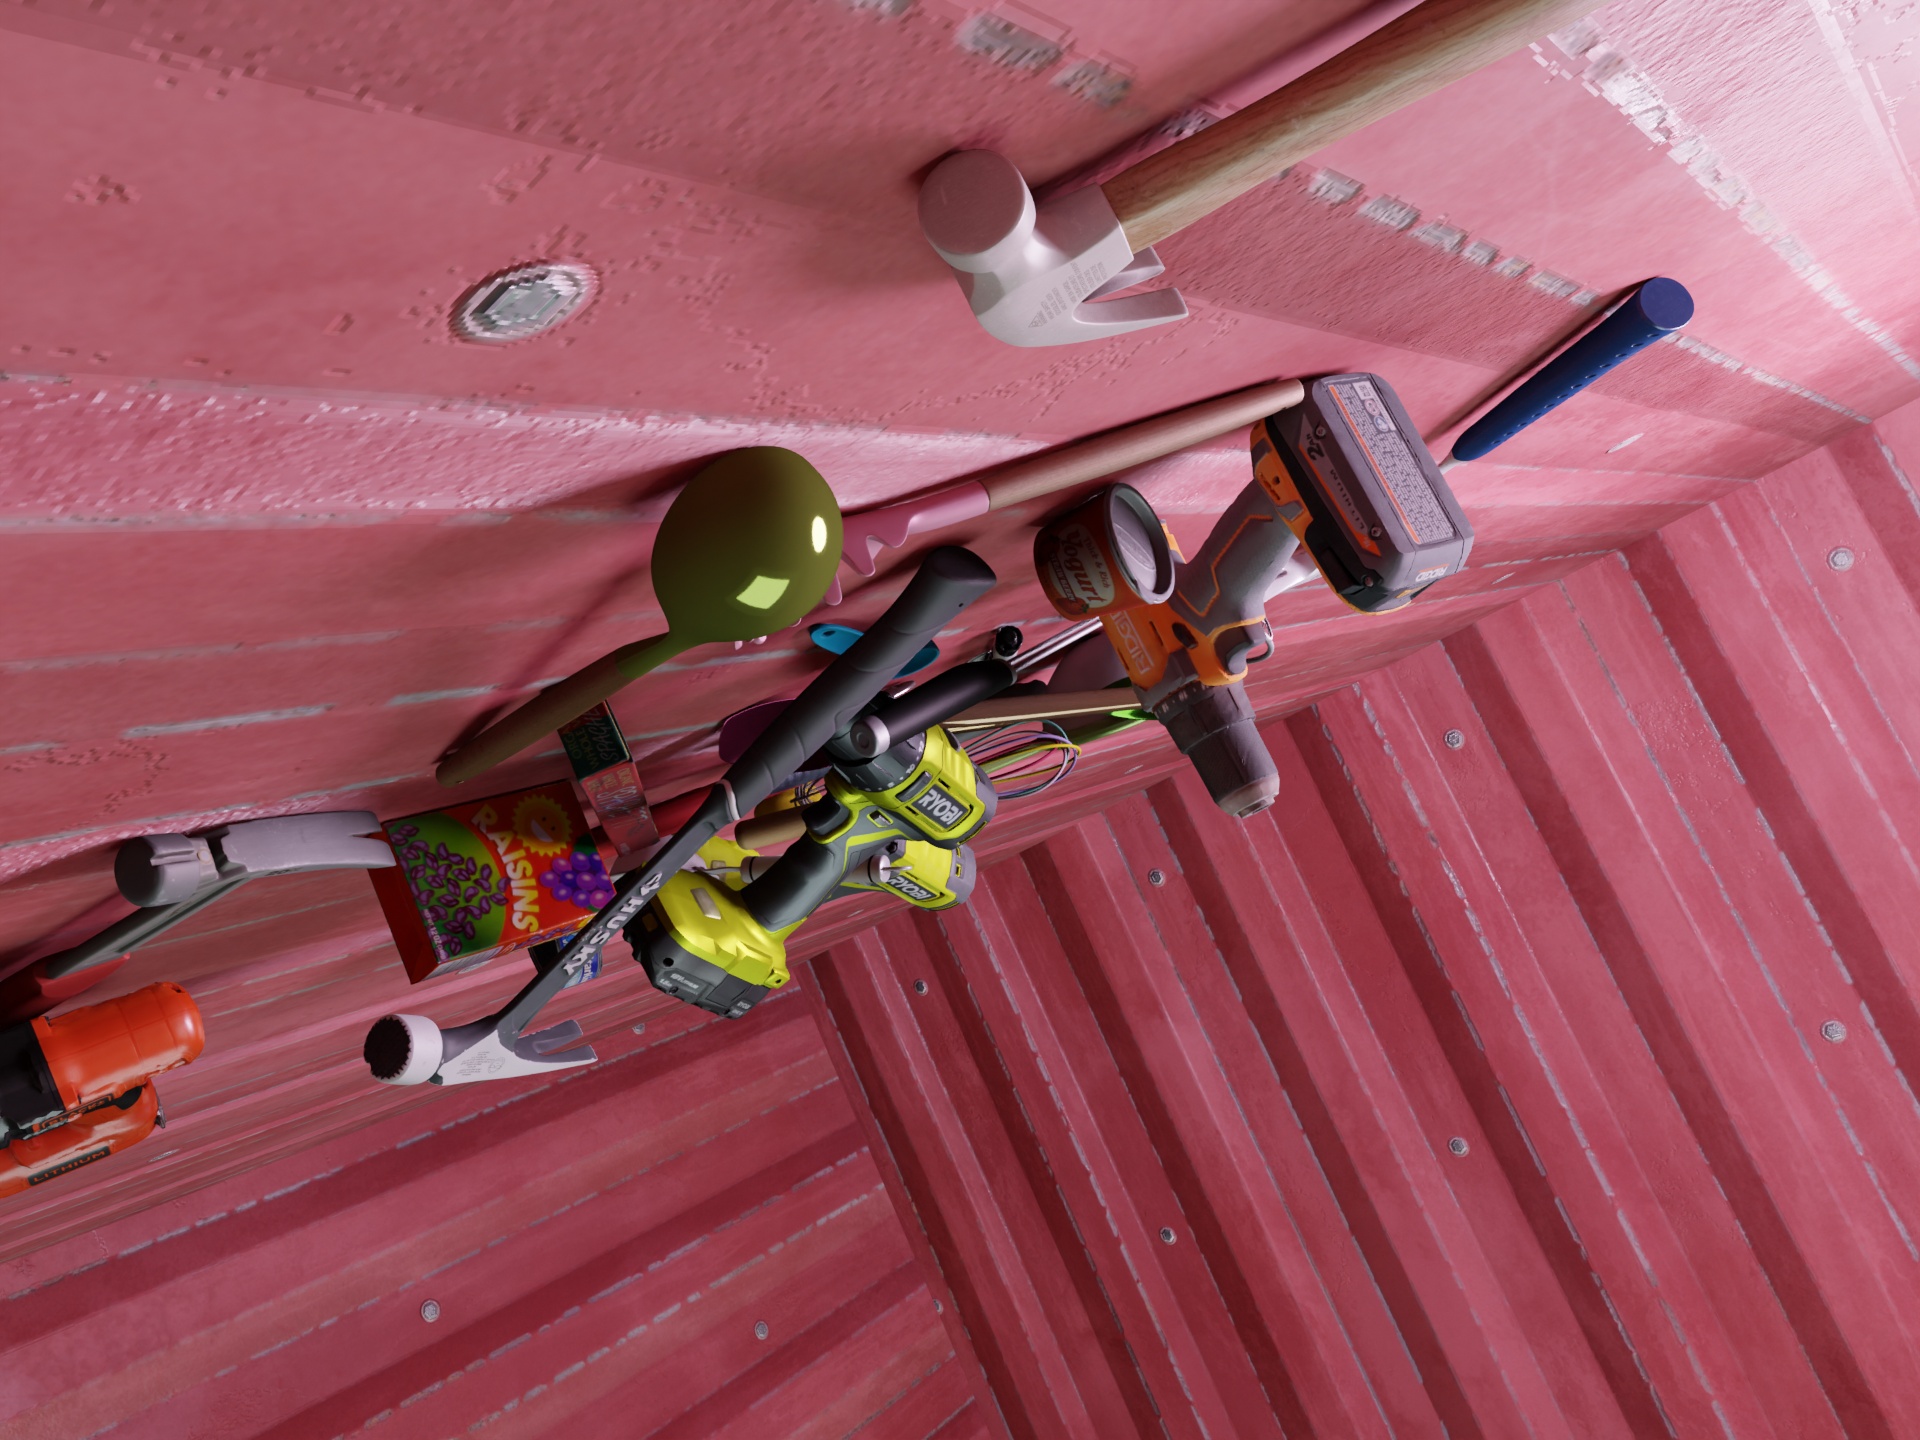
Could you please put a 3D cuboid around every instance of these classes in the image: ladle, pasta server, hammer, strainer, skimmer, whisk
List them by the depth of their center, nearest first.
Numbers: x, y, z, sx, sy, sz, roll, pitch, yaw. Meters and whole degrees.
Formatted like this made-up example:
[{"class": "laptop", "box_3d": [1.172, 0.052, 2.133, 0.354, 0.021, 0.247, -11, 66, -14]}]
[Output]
[{"class": "hammer", "box_3d": [0.149, -0.203, 0.469, 0.331, 0.031, 0.130, -26, 171, 11]}, {"class": "ladle", "box_3d": [-0.158, -0.029, 0.684, 0.078, 0.062, 0.320, -12, 172, -44]}, {"class": "pasta server", "box_3d": [0.035, -0.104, 0.733, 0.316, 0.040, 0.060, -22, -177, -23]}, {"class": "hammer", "box_3d": [-0.465, 0.136, 0.813, 0.359, 0.037, 0.149, -28, 170, 20]}, {"class": "hammer", "box_3d": [-0.134, 0.058, 0.854, 0.409, 0.036, 0.149, -44, 153, 10]}, {"class": "skimmer", "box_3d": [0.069, -0.022, 1.005, 0.127, 0.090, 0.363, 4, -157, 42]}, {"class": "whisk", "box_3d": [-0.037, 0.048, 1.090, 0.245, 0.051, 0.047, -14, -172, 3]}, {"class": "hammer", "box_3d": [0.341, -0.180, 1.103, 0.144, 0.035, 0.405, -21, 170, -24]}, {"class": "hammer", "box_3d": [-0.158, 0.051, 1.107, 0.386, 0.038, 0.143, -21, 178, -32]}, {"class": "strainer", "box_3d": [-0.154, 0.103, 1.120, 0.258, 0.050, 0.086, -2, 168, 20]}, {"class": "strainer", "box_3d": [0.074, -0.015, 1.225, 0.256, 0.069, 0.151, -23, -175, -20]}, {"class": "whisk", "box_3d": [-0.029, 0.019, 1.272, 0.239, 0.055, 0.055, -26, 172, -21]}]

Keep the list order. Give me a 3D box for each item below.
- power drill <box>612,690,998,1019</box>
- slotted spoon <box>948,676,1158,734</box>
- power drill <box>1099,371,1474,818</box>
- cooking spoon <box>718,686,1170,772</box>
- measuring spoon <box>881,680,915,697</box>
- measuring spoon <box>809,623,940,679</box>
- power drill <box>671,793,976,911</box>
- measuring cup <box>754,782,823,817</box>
[{"class": "power drill", "box_3d": [-0.101, 0.073, 0.982, 0.228, 0.080, 0.190, -40, 148, 5]}, {"class": "slotted spoon", "box_3d": [0.019, -0.003, 1.105, 0.313, 0.031, 0.070, -7, 163, -15]}, {"class": "power drill", "box_3d": [0.173, -0.062, 0.885, 0.084, 0.185, 0.226, -15, 164, -38]}, {"class": "cooking spoon", "box_3d": [-0.002, -0.003, 1.042, 0.318, 0.017, 0.068, -5, 137, -20]}, {"class": "measuring spoon", "box_3d": [-0.079, -0.010, 1.063, 0.124, 0.018, 0.034, -26, -161, -37]}, {"class": "measuring spoon", "box_3d": [-0.053, -0.048, 0.914, 0.042, 0.021, 0.128, -27, 162, 20]}, {"class": "power drill", "box_3d": [-0.123, 0.111, 1.219, 0.223, 0.080, 0.171, -16, 150, 26]}, {"class": "measuring cup", "box_3d": [-0.101, 0.042, 1.299, 0.156, 0.029, 0.062, -35, 175, -12]}]
